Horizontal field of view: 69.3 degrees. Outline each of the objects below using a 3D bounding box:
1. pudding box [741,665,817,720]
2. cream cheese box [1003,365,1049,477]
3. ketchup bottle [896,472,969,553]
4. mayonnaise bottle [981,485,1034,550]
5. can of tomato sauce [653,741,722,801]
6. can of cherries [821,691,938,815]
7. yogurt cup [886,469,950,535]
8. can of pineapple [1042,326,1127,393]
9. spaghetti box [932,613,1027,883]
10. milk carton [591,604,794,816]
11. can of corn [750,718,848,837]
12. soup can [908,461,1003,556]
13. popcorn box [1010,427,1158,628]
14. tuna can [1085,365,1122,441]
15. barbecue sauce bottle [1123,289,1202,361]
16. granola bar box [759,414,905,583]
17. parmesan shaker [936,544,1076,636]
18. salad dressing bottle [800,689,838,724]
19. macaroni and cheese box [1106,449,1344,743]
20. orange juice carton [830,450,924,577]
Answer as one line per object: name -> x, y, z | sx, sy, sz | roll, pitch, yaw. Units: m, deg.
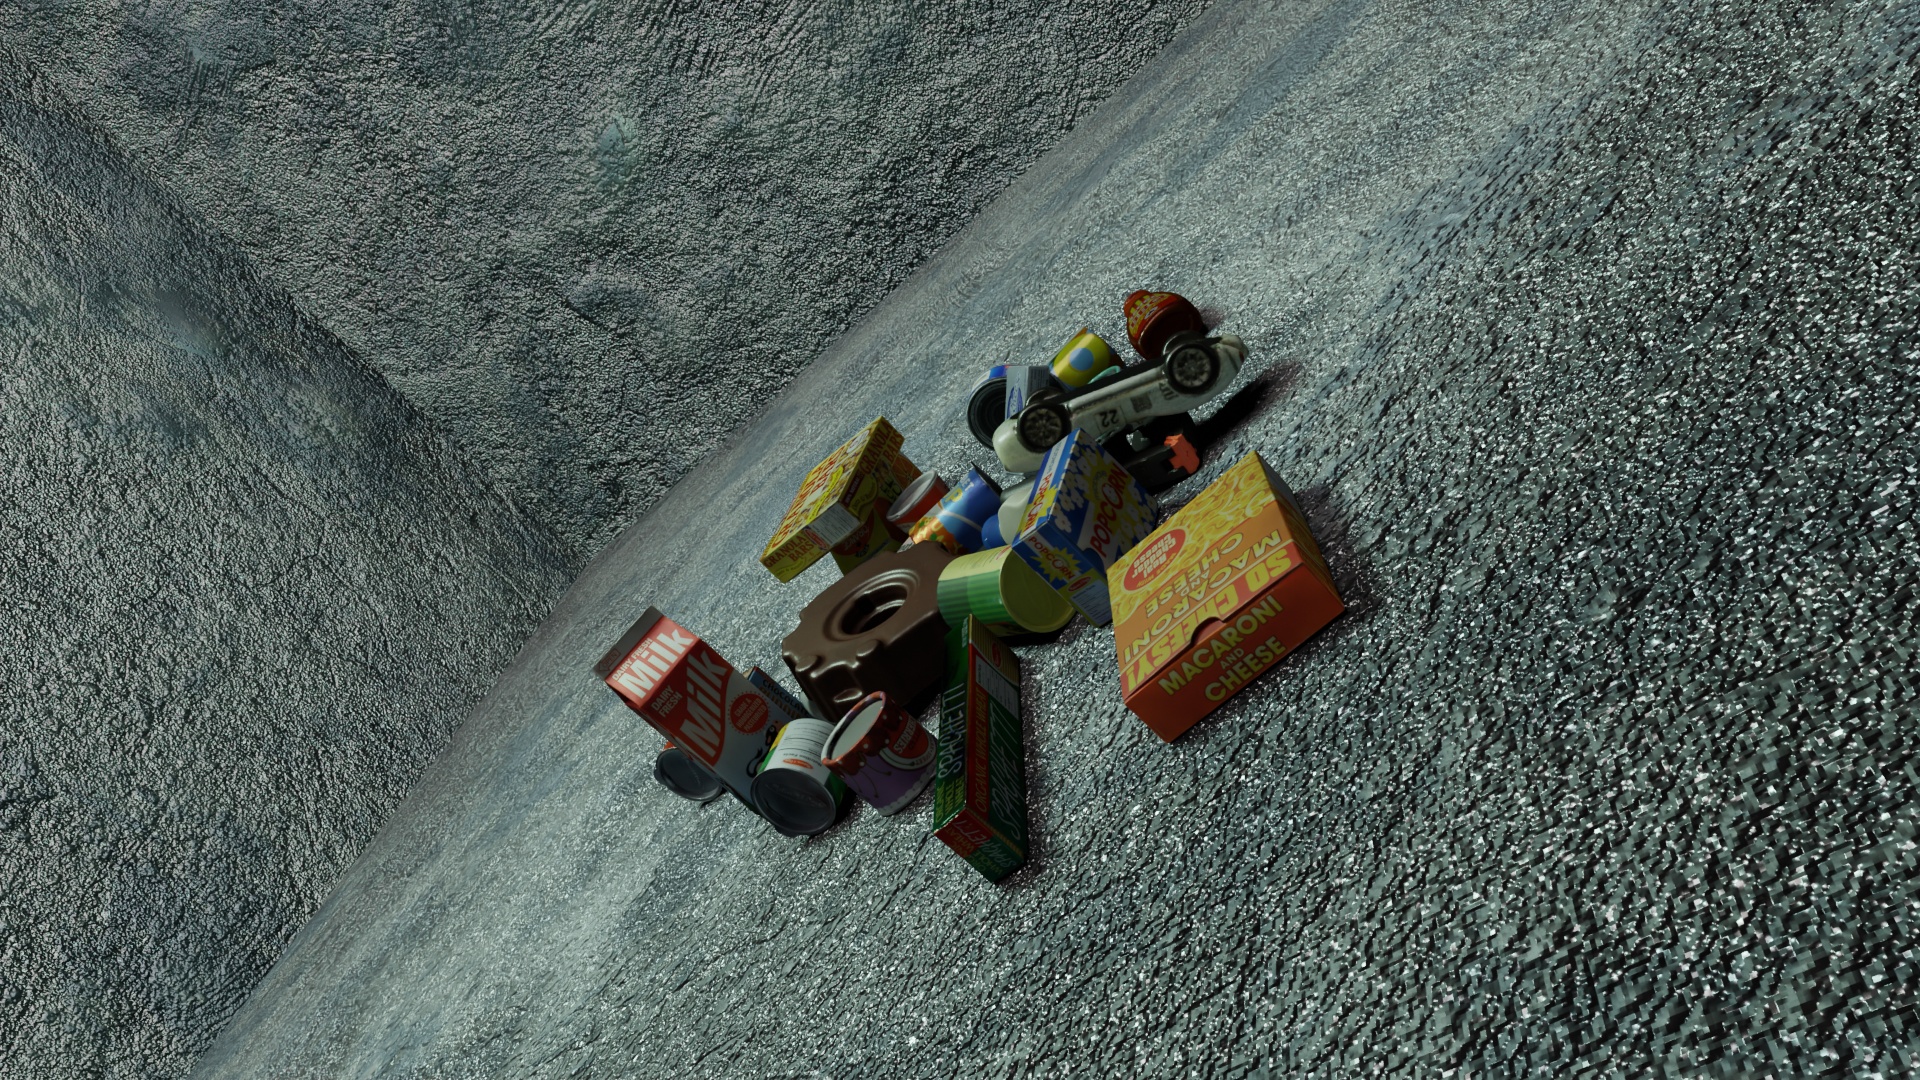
pudding box -> -0.165, 0.150, 1.200 | 0.049, 0.083, 0.030 | -34, 22, 35
cream cheese box -> 0.061, -0.110, 1.286 | 0.053, 0.024, 0.103 | -165, 76, -72
ketchup bottle -> -0.023, 0.001, 1.293 | 0.149, 0.043, 0.064 | -51, 16, -23
mayonnaise bottle -> 0.063, -0.016, 1.085 | 0.041, 0.064, 0.147 | -33, 5, -25
can of tomato sauce -> -0.242, 0.195, 1.315 | 0.071, 0.071, 0.083 | -35, 17, 33
can of cherries -> -0.053, 0.146, 0.965 | 0.071, 0.058, 0.072 | -42, 15, 14
yogurt cup -> -0.031, -0.028, 1.369 | 0.072, 0.054, 0.072 | -41, 16, 14
can of pineapple -> 0.117, -0.157, 1.301 | 0.058, 0.071, 0.071 | -45, 15, -1
spaghetti box -> 0.013, 0.122, 0.876 | 0.028, 0.050, 0.251 | -43, 15, 16
milk carton -> -0.201, 0.139, 1.117 | 0.072, 0.190, 0.073 | -50, 16, -19
can of corn -> -0.116, 0.178, 1.040 | 0.071, 0.071, 0.058 | -35, 17, 32
soup can -> 0.004, -0.015, 1.211 | 0.083, 0.071, 0.071 | -43, 15, 8
popcorn box -> 0.088, -0.011, 0.957 | 0.038, 0.085, 0.127 | -37, 18, 33
tuna can -> 0.130, -0.124, 1.239 | 0.071, 0.033, 0.071 | -42, 16, 15
barbecue sauce bottle -> 0.182, -0.205, 1.295 | 0.065, 0.043, 0.149 | -43, 15, 11
granola bar box -> -0.128, -0.043, 1.408 | 0.123, 0.039, 0.166 | -35, 20, 31
parmesan shaker -> 0.036, 0.036, 1.012 | 0.071, 0.071, 0.103 | -52, 16, -23
salad dressing bottle -> -0.109, 0.110, 1.232 | 0.064, 0.044, 0.148 | -39, 16, 12
macaroni and cheese box -> 0.144, 0.027, 0.798 | 0.123, 0.040, 0.167 | -41, 16, 18
orange juice carton -> -0.085, -0.020, 1.452 | 0.071, 0.073, 0.193 | -38, 17, 22
